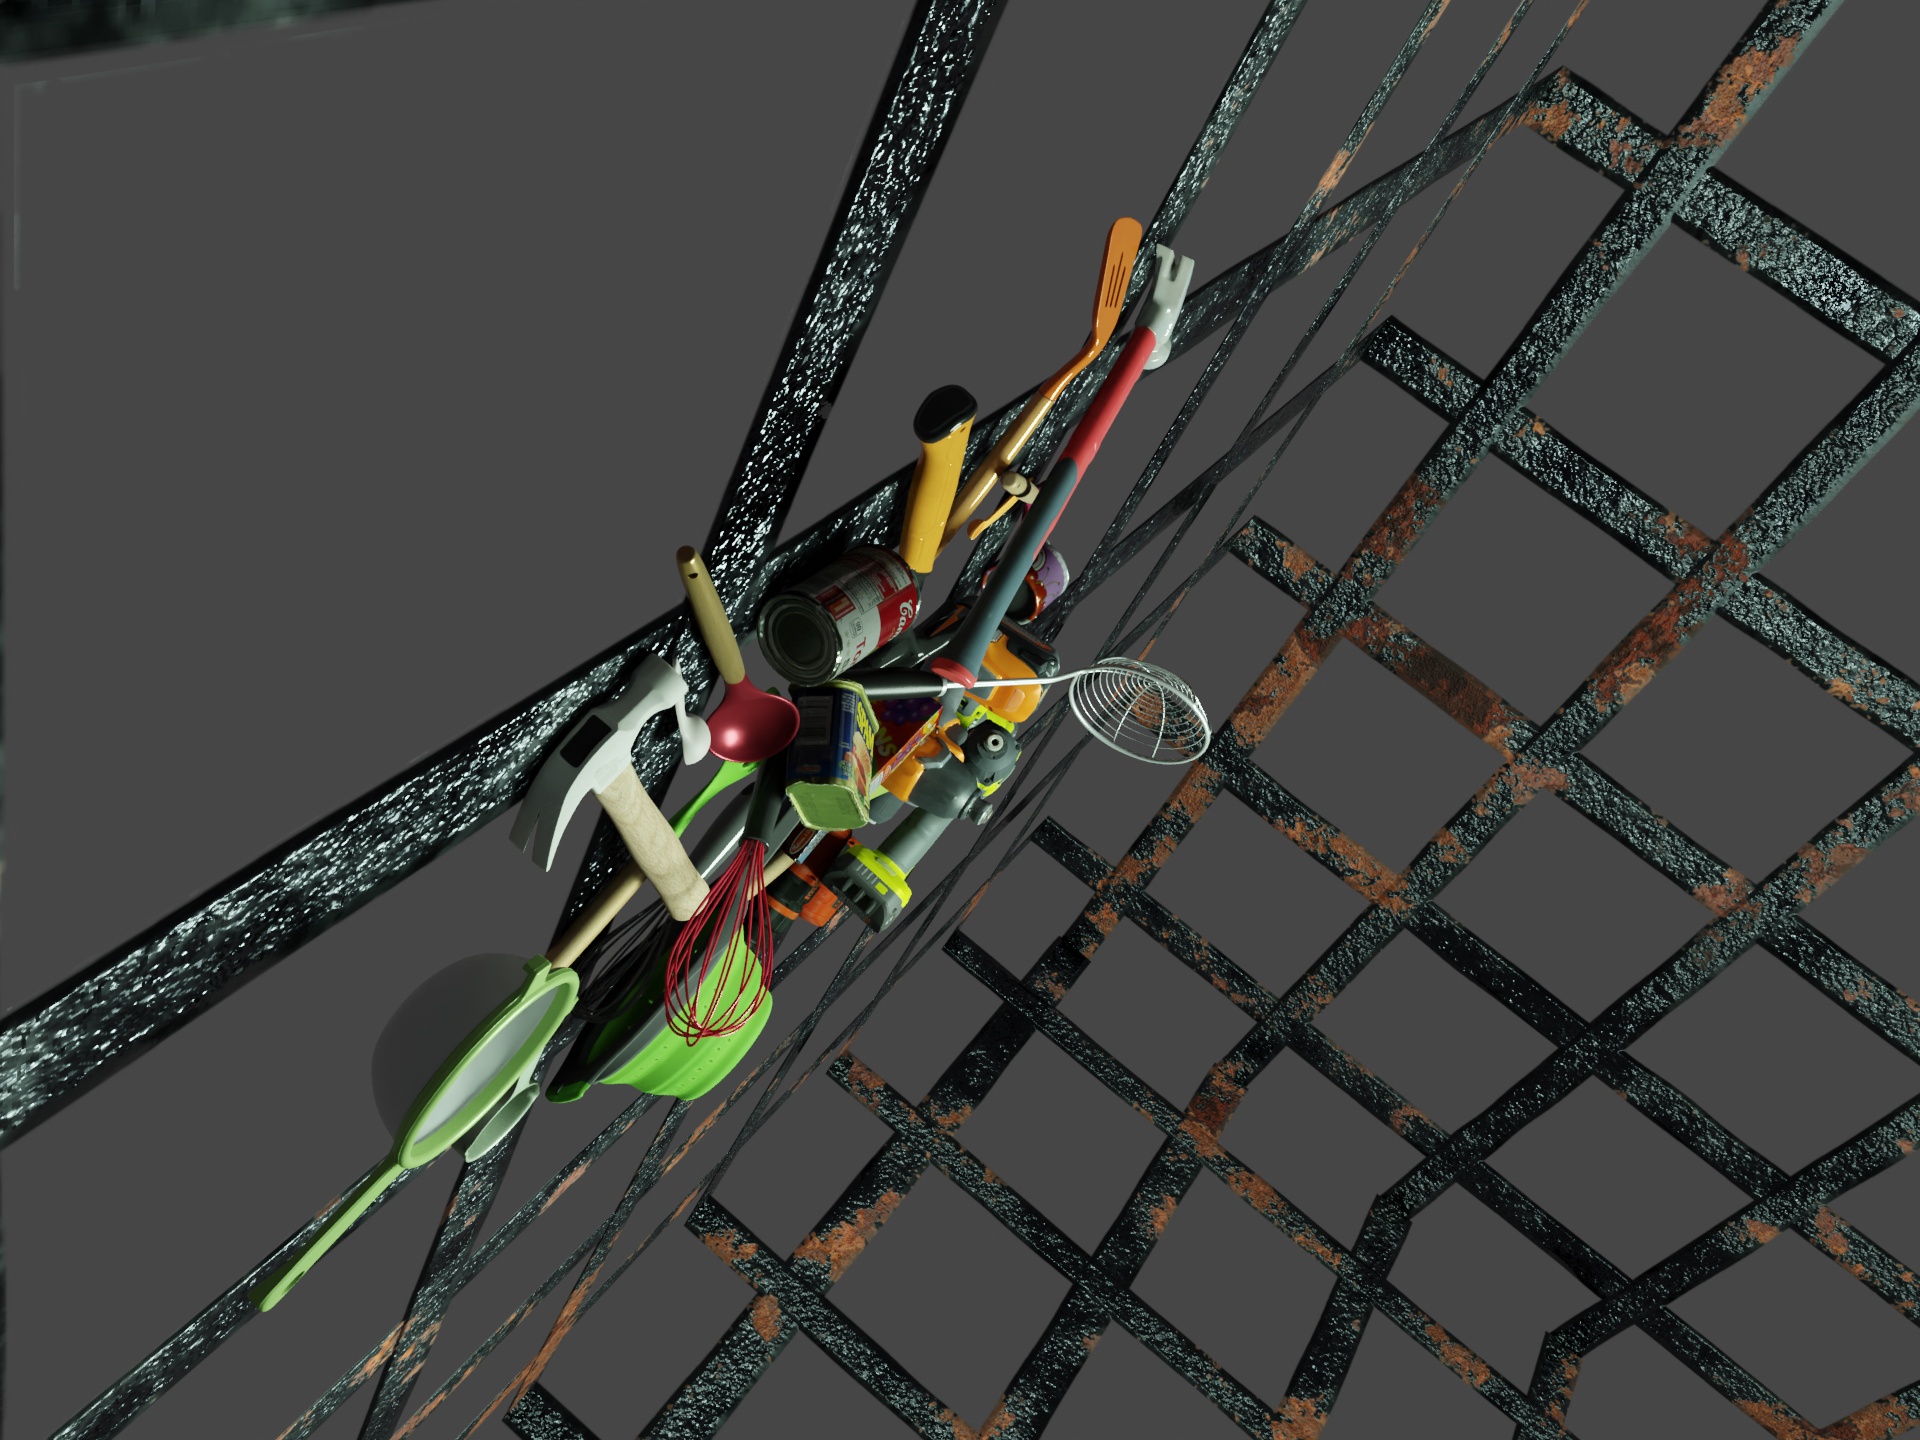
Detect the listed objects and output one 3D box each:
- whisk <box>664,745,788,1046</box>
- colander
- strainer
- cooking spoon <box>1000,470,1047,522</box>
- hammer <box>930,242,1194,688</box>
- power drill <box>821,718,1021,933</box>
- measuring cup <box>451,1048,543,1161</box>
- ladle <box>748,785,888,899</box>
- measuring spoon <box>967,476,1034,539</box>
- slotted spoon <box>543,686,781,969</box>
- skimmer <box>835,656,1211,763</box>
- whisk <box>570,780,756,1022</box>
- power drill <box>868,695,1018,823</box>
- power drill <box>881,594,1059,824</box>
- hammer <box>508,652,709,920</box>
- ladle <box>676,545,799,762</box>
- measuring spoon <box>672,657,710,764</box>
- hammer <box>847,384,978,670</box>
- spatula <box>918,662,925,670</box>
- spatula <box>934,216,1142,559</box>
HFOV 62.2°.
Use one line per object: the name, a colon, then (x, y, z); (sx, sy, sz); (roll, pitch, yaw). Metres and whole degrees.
whisk: (-0.153, 0.106, 1.150); (0.073, 0.073, 0.296); (118, -13, -47)
colander: (-0.178, 0.181, 1.331); (0.397, 0.094, 0.204); (-53, -166, -28)
strainer: (-0.343, 0.231, 0.958); (0.256, 0.069, 0.151); (-48, 172, -18)
cooking spoon: (0.058, -0.194, 1.350); (0.069, 0.017, 0.319); (-56, 177, 8)
hammer: (0.083, -0.197, 1.256); (0.386, 0.038, 0.143); (-61, 173, -18)
power drill: (-0.031, 0.096, 1.542); (0.223, 0.080, 0.171); (-48, 177, -12)
measuring cup: (-0.341, 0.261, 1.186); (0.083, 0.038, 0.167); (-38, 162, -56)
ladle: (-0.154, 0.105, 1.517); (0.320, 0.062, 0.078); (-40, 169, -23)
measuring spoon: (0.034, -0.187, 1.376); (0.117, 0.011, 0.021); (-47, 172, -47)
slotted spoon: (-0.228, 0.102, 1.156); (0.314, 0.031, 0.070); (-49, 171, -7)
skimmer: (0.040, -0.003, 1.292); (0.363, 0.090, 0.127); (-2, 165, -31)
whisk: (-0.225, 0.140, 1.258); (0.239, 0.055, 0.055); (-53, 172, -20)
power drill: (-0.023, 0.032, 1.728); (0.190, 0.080, 0.228); (-53, 168, 4)
power drill: (-0.002, -0.005, 1.417); (0.226, 0.164, 0.084); (-45, 167, -46)
hammer: (-0.208, 0.074, 1.039); (0.130, 0.031, 0.331); (-47, 164, -16)
ladle: (-0.147, -0.037, 0.996); (0.069, 0.031, 0.315); (-18, 162, -6)
measuring spoon: (-0.169, -0.008, 1.000); (0.124, 0.018, 0.034); (100, -14, -64)
hammer: (-0.024, -0.131, 1.171); (0.127, 0.034, 0.336); (-32, 162, -23)
spatula: (-0.021, -0.060, 1.562); (0.316, 0.018, 0.059); (-43, 166, -40)
spatula: (0.044, -0.233, 1.204); (0.322, 0.041, 0.081); (-51, 173, 23)
